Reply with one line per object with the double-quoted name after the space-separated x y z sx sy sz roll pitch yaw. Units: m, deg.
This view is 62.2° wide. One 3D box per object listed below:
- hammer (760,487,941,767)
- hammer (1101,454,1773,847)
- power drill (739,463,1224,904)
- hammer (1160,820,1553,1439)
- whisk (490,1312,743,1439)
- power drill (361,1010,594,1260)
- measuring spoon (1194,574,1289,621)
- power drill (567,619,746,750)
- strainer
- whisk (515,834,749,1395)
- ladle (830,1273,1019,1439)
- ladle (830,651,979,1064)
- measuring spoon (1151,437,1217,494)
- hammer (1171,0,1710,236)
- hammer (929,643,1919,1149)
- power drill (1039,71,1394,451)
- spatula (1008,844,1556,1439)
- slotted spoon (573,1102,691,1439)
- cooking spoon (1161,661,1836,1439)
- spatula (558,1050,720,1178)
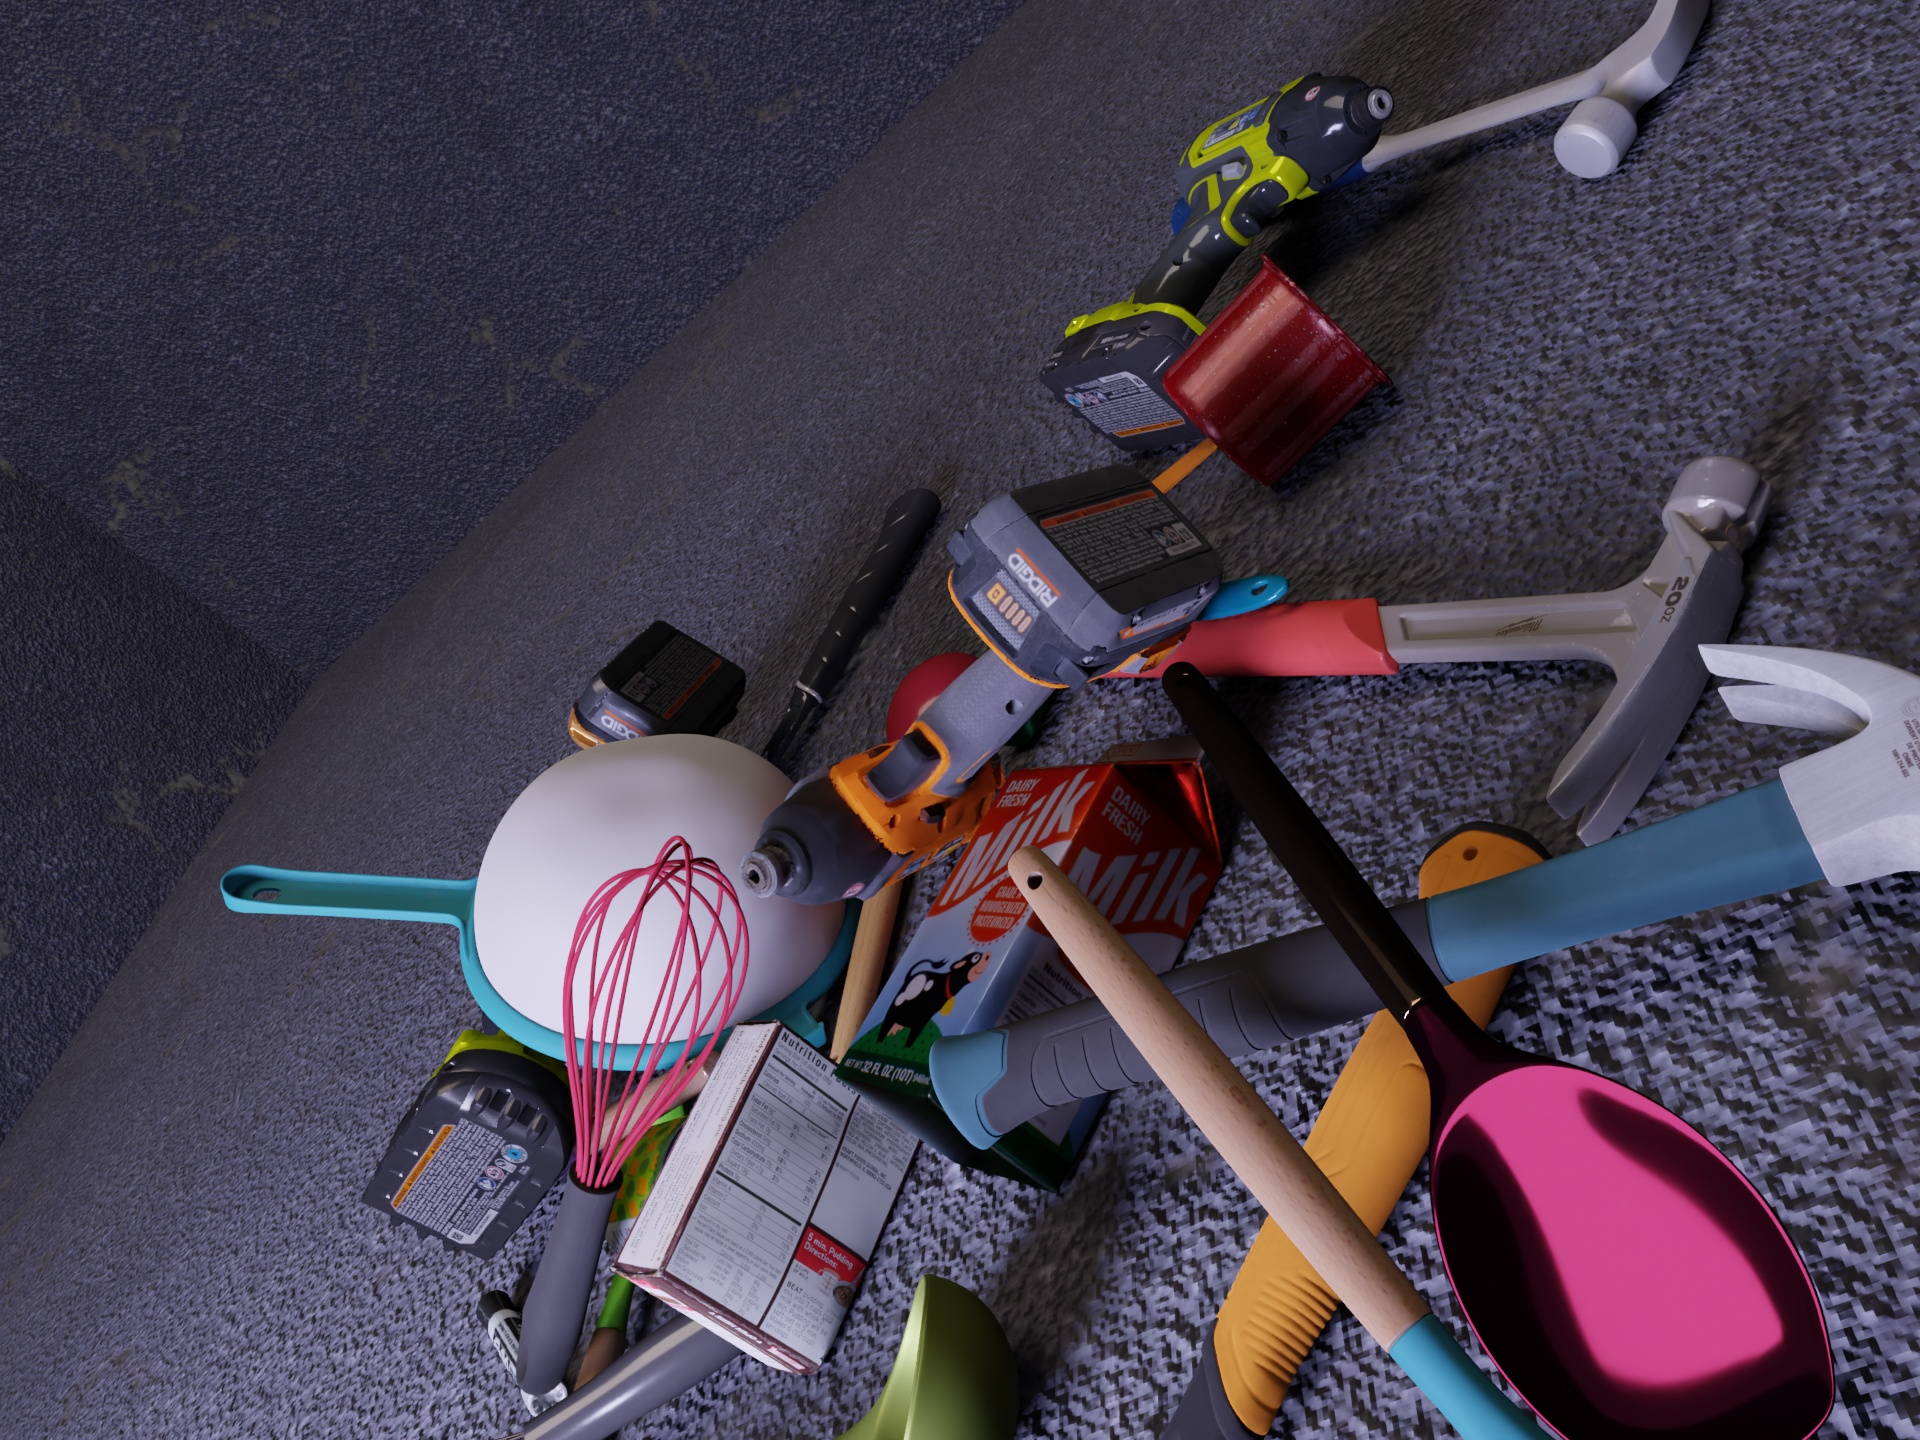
-0.108 -0.007 1.071 0.149 0.036 0.409 -15 40 49 "hammer"
0.148 -0.027 0.671 0.149 0.036 0.359 -56 26 -18 "hammer"
-0.001 -0.002 0.705 0.164 0.084 0.226 -24 -21 -52 "power drill"
0.095 0.172 0.459 0.337 0.034 0.127 -56 24 -18 "hammer"
-0.175 0.297 0.658 0.239 0.055 0.055 -32 24 -4 "whisk"
-0.247 0.180 0.897 0.190 0.080 0.229 -51 15 30 "power drill"
0.098 -0.058 0.725 0.129 0.021 0.042 -6 48 55 "measuring spoon"
-0.226 0.045 1.072 0.226 0.084 0.185 -58 2 28 "power drill"
-0.221 0.068 0.823 0.340 0.095 0.211 3 38 1 "strainer"
-0.148 0.175 0.664 0.073 0.073 0.295 -104 31 -62 "whisk"
-0.106 0.282 0.579 0.320 0.062 0.078 -32 27 27 "ladle"
-0.035 0.065 0.851 0.069 0.031 0.316 -30 31 33 "ladle"
0.131 -0.153 0.917 0.117 0.011 0.021 -40 25 18 "measuring spoon"
0.263 -0.350 0.964 0.144 0.035 0.406 -54 25 -13 "hammer"
0.130 0.070 0.472 0.331 0.033 0.128 -23 37 27 "hammer"
0.153 -0.275 0.934 0.223 0.080 0.171 -59 23 -10 "power drill"
0.097 0.135 0.412 0.082 0.044 0.318 -46 52 7 "spatula"
-0.164 0.300 0.710 0.070 0.031 0.314 -41 26 34 "slotted spoon"
0.118 0.065 0.443 0.069 0.017 0.319 -37 34 7 "cooking spoon"
-0.186 0.211 0.823 0.316 0.018 0.060 -38 22 51 "spatula"
